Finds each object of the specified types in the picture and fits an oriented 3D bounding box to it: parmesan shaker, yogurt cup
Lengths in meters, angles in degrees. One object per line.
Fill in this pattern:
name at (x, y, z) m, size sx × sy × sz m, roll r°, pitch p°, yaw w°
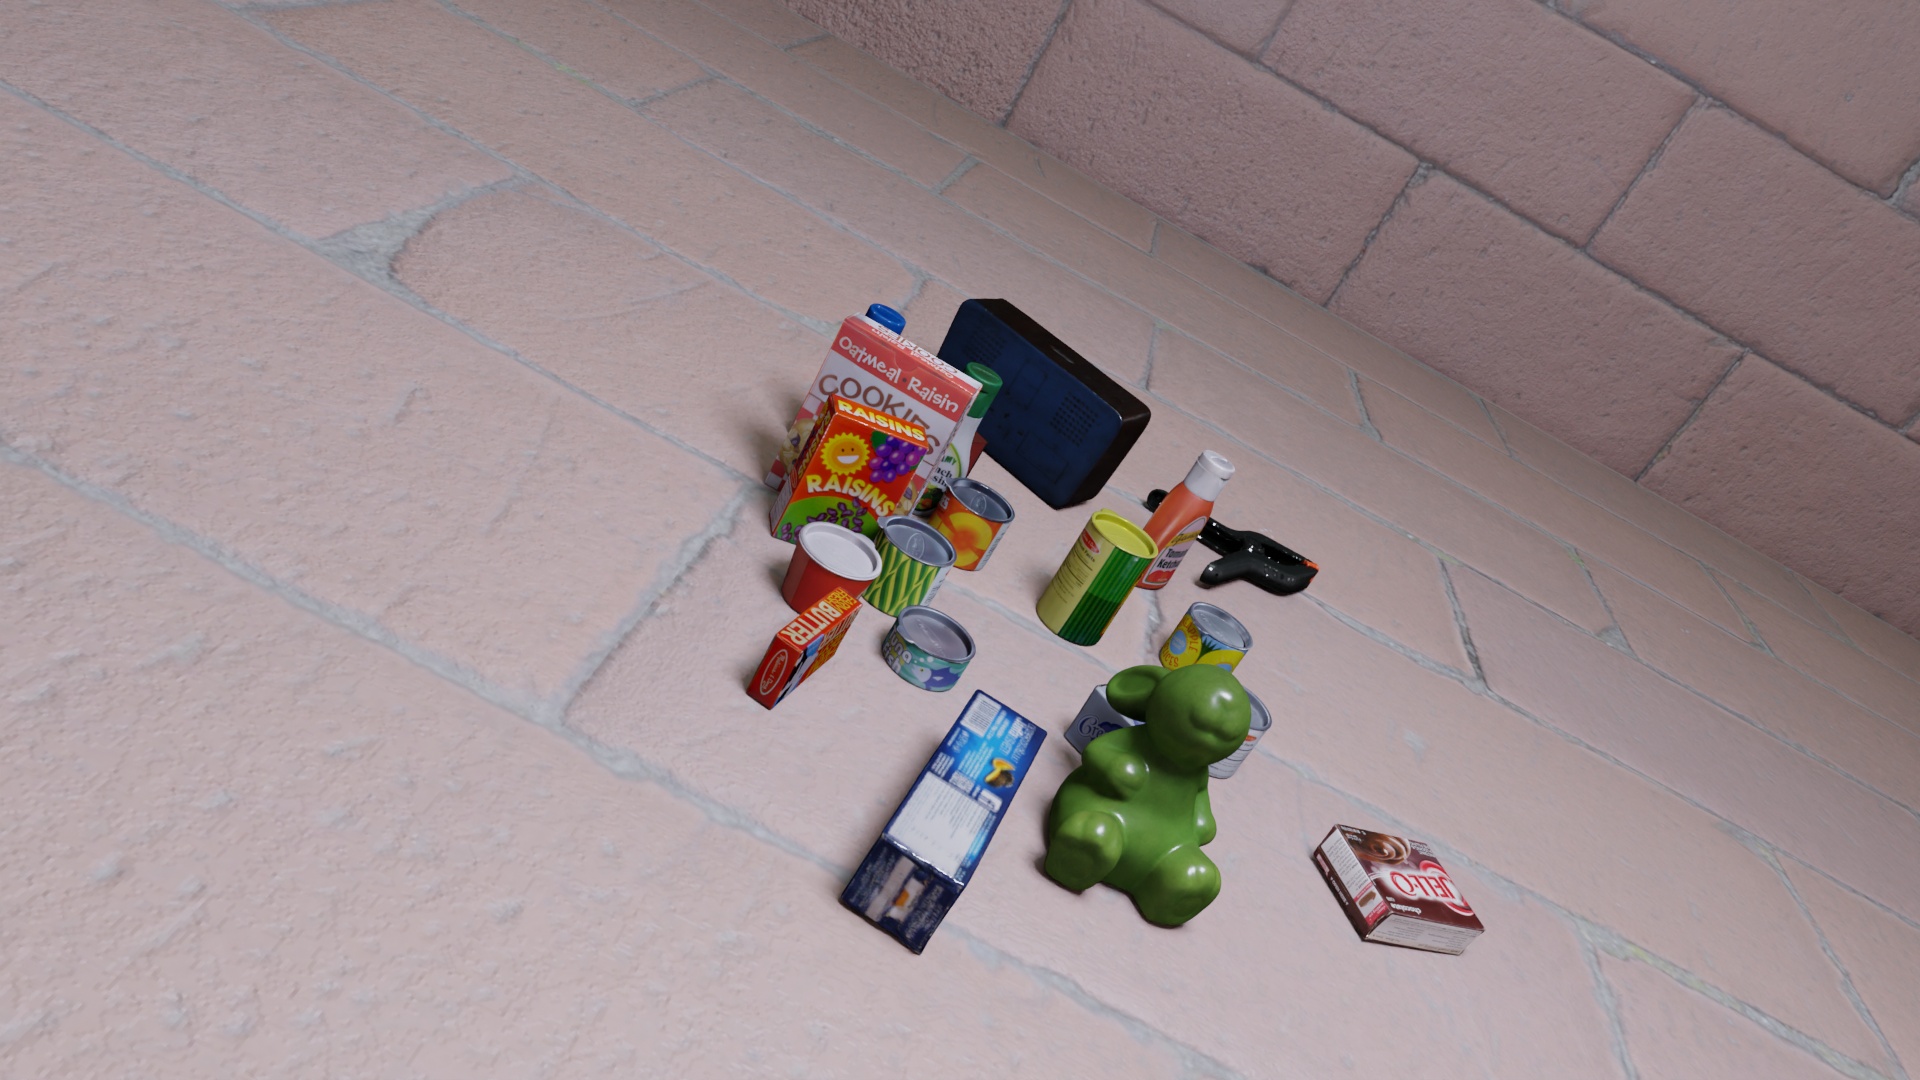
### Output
parmesan shaker at (0.119, 0.033, 1.225) m, size 0.071 × 0.102 × 0.071 m, roll 24°, pitch 25°, yaw -12°
yogurt cup at (-0.101, 0.027, 1.060) m, size 0.072 × 0.053 × 0.073 m, roll 24°, pitch 26°, yaw -12°

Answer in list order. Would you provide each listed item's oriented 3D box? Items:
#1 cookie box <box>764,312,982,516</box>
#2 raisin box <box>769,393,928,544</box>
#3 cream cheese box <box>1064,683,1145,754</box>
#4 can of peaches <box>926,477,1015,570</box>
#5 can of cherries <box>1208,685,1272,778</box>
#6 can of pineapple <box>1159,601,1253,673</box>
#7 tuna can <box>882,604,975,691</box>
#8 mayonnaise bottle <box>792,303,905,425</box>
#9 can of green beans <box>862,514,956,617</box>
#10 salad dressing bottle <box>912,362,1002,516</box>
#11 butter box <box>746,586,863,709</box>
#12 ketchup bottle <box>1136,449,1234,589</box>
cookie box at (-0.075, -0.089, 1.169) m, size 0.123 × 0.166 × 0.040 m, roll 30°, pitch 25°, yaw 1°
raisin box at (-0.091, -0.048, 1.127) m, size 0.086 × 0.123 × 0.040 m, roll 20°, pitch 27°, yaw -21°
cream cheese box at (0.130, 0.163, 1.055) m, size 0.024 × 0.053 × 0.104 m, roll -3°, pitch 40°, yaw -50°
can of peaches at (0.004, -0.016, 1.245) m, size 0.071 × 0.057 × 0.071 m, roll 24°, pitch 26°, yaw -12°
can of cherries at (0.215, 0.153, 1.157) m, size 0.071 × 0.058 × 0.072 m, roll 24°, pitch 26°, yaw -12°
can of pineapple at (0.222, 0.098, 1.268) m, size 0.071 × 0.057 × 0.071 m, roll 24°, pitch 26°, yaw -12°
tuna can at (-0.026, 0.082, 1.061) m, size 0.071 × 0.032 × 0.071 m, roll 24°, pitch 26°, yaw -12°
mayonnaise bottle at (-0.098, -0.145, 1.270) m, size 0.065 × 0.147 × 0.041 m, roll 34°, pitch 25°, yaw 8°
can of green beans at (-0.045, 0.022, 1.124) m, size 0.071 × 0.057 × 0.071 m, roll 24°, pitch 26°, yaw -12°
salad dressing bottle at (-0.012, -0.092, 1.263) m, size 0.064 × 0.147 × 0.044 m, roll 25°, pitch 25°, yaw -12°
butter box at (-0.108, 0.073, 0.968) m, size 0.024 × 0.053 × 0.104 m, roll 34°, pitch 25°, yaw 8°
ketchup bottle at (0.216, -0.021, 1.373) m, size 0.065 × 0.148 × 0.043 m, roll -1°, pitch 39°, yaw -48°
